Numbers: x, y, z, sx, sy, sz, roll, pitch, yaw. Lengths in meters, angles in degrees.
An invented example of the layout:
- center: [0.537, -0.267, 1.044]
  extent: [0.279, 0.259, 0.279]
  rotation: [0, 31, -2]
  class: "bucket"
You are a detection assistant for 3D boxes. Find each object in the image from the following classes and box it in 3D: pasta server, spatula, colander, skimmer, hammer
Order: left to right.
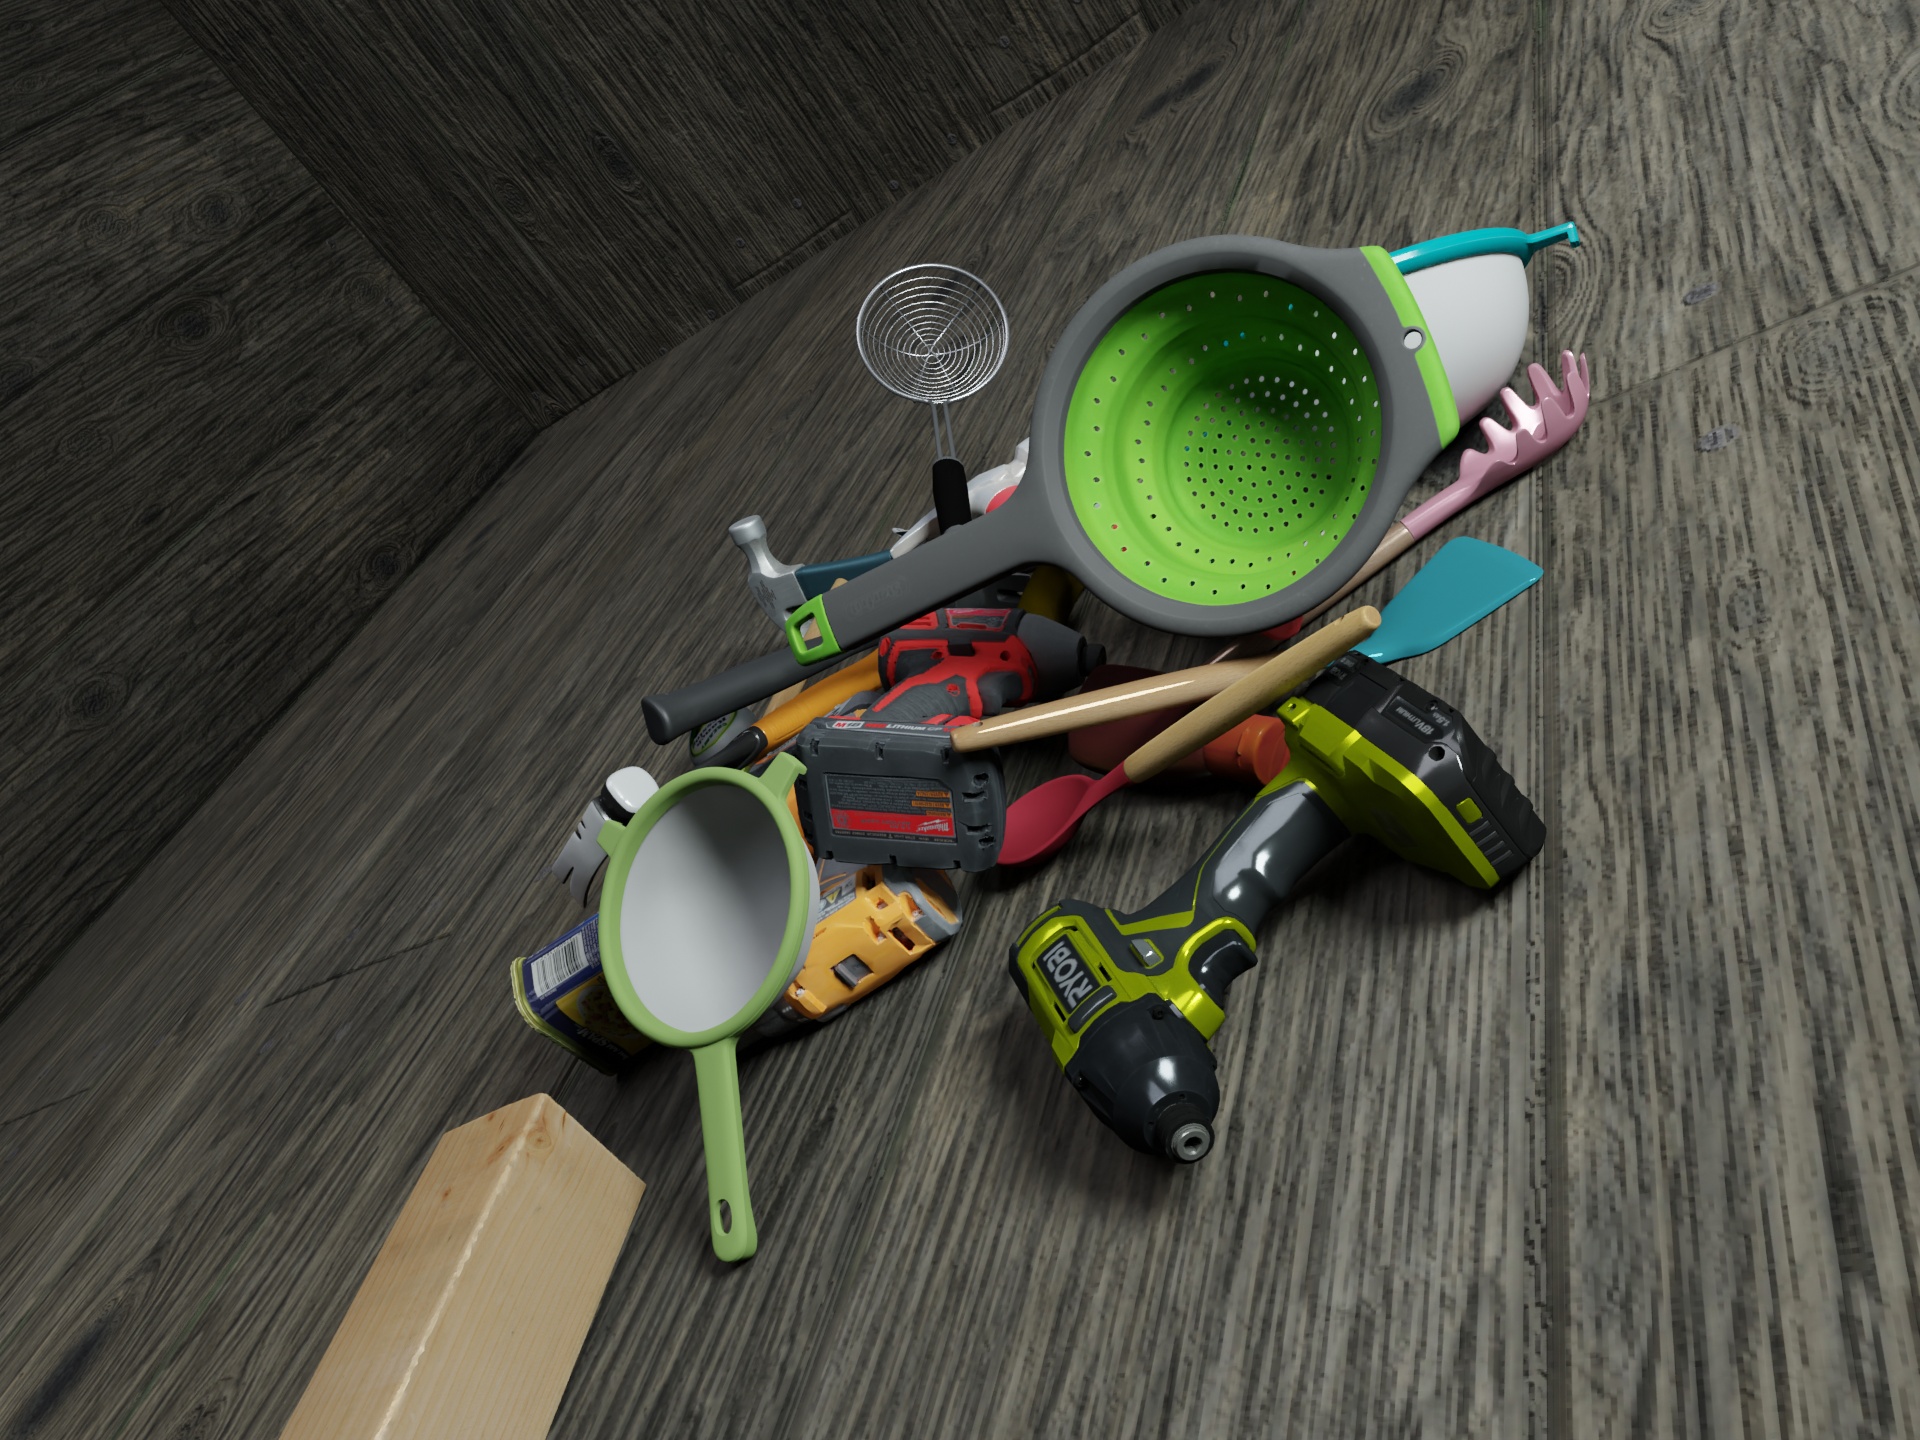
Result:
- center: [-0.140, 0.016, 1.114]
  extent: [0.337, 0.034, 0.127]
  rotation: [-34, -11, -46]
  class: "hammer"
- center: [-0.086, -0.050, 1.105]
  extent: [0.146, 0.035, 0.335]
  rotation: [4, 21, 40]
  class: "hammer"
- center: [-0.038, -0.129, 1.278]
  extent: [0.331, 0.128, 0.033]
  rotation: [-8, 25, 35]
  class: "hammer"
- center: [-0.014, -0.244, 1.206]
  extent: [0.127, 0.090, 0.364]
  rotation: [-1, 34, -4]
  class: "skimmer"
- center: [0.083, -0.105, 1.029]
  extent: [0.143, 0.038, 0.387]
  rotation: [-39, 29, -9]
  class: "hammer"
- center: [0.079, -0.117, 0.885]
  extent: [0.397, 0.204, 0.094]
  rotation: [-23, -8, 26]
  class: "colander"
- center: [0.145, -0.035, 0.830]
  extent: [0.317, 0.044, 0.082]
  rotation: [-14, 23, -11]
  class: "spatula"
- center: [0.230, -0.098, 0.913]
  extent: [0.316, 0.040, 0.060]
  rotation: [-37, 16, 8]
  class: "pasta server"

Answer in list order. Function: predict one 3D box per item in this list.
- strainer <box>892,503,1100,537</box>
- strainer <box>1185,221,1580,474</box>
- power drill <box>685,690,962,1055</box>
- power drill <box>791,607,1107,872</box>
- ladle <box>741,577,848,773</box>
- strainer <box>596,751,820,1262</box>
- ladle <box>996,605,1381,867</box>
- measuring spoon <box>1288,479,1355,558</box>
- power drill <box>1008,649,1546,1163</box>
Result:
- center: [0.038, -0.149, 1.274]
  extent: [0.258, 0.050, 0.086]
  rotation: [-5, -4, 44]
  class: "strainer"
- center: [0.234, -0.193, 1.016]
  extent: [0.211, 0.095, 0.340]
  rotation: [-18, -5, -19]
  class: "strainer"
- center: [-0.092, 0.099, 0.983]
  extent: [0.185, 0.084, 0.226]
  rotation: [-34, 29, 15]
  class: "power drill"
- center: [-0.001, -0.003, 0.930]
  extent: [0.143, 0.078, 0.220]
  rotation: [3, 28, 17]
  class: "power drill"
- center: [-0.150, 0.009, 1.184]
  extent: [0.078, 0.062, 0.320]
  rotation: [14, 58, 16]
  class: "ladle"
- center: [-0.115, 0.153, 0.850]
  extent: [0.151, 0.069, 0.257]
  rotation: [-21, 67, 31]
  class: "strainer"
- center: [0.103, 0.014, 0.808]
  extent: [0.315, 0.031, 0.069]
  rotation: [-39, 15, 53]
  class: "ladle"
- center: [0.214, -0.099, 0.973]
  extent: [0.034, 0.018, 0.124]
  rotation: [-3, 49, 49]
  class: "measuring spoon"
- center: [0.132, 0.083, 0.693]
  extent: [0.223, 0.080, 0.171]
  rotation: [-42, 23, 2]
  class: "power drill"
